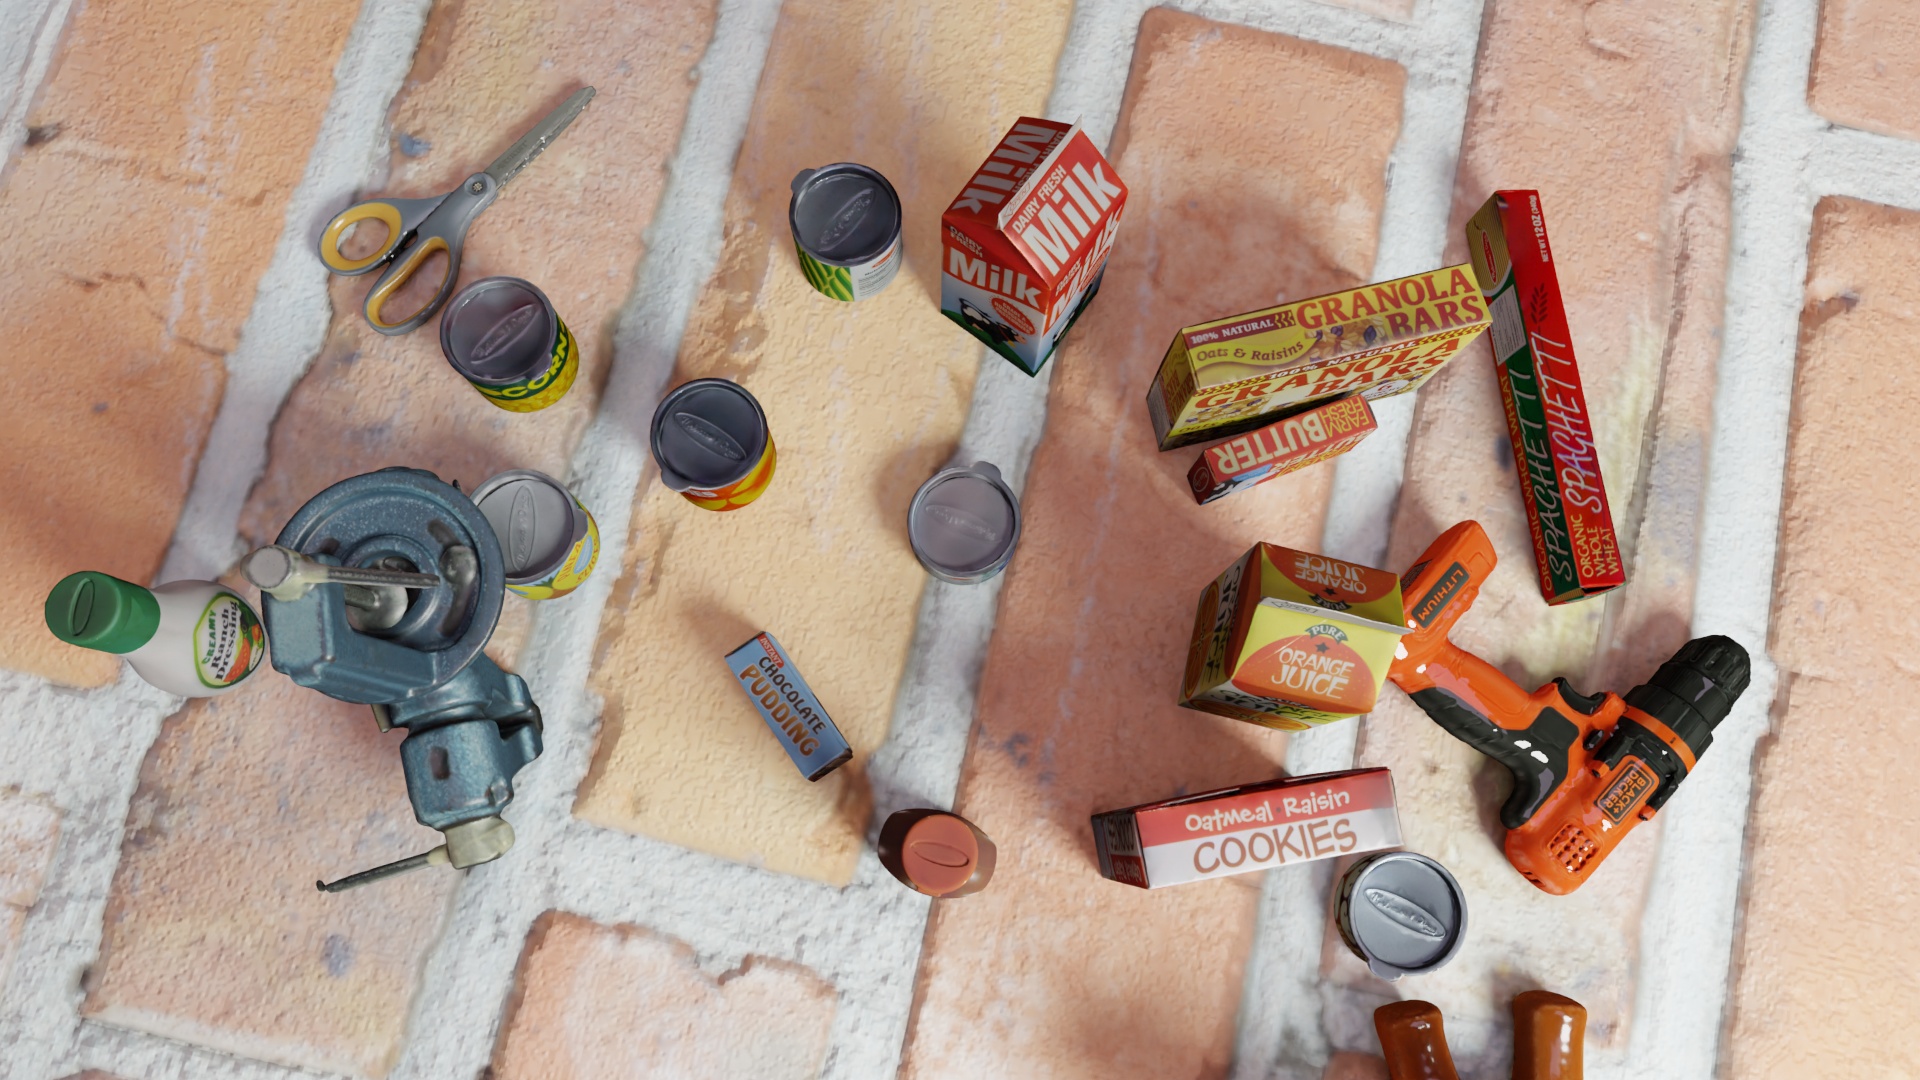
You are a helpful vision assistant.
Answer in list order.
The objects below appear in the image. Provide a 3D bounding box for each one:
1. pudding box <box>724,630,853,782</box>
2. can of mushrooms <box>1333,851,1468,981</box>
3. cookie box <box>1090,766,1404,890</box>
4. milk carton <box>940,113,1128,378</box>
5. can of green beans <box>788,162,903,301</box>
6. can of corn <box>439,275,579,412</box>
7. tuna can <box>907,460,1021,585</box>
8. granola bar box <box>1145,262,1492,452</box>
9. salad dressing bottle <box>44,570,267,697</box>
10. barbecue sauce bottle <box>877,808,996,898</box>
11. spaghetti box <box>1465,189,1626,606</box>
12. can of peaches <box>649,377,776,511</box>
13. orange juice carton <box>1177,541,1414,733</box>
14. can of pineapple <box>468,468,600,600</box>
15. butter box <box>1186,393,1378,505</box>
[{"bbox_3d":[-0.095,0.094,0.781,0.030,0.049,0.084,-35,81,-8],"label":"pudding box"},{"bbox_3d":[0.243,0.209,0.773,0.071,0.033,0.071,0,78,-2],"label":"can of mushrooms"},{"bbox_3d":[0.139,0.147,0.716,0.123,0.167,0.040,-10,79,-3],"label":"cookie box"},{"bbox_3d":[0.038,-0.165,0.769,0.073,0.190,0.072,36,80,6],"label":"milk carton"},{"bbox_3d":[-0.068,-0.185,0.838,0.071,0.057,0.071,0,78,-1],"label":"can of green beans"},{"bbox_3d":[-0.261,-0.112,0.817,0.071,0.058,0.071,0,78,-1],"label":"can of corn"},{"bbox_3d":[0.003,-0.010,0.815,0.071,0.032,0.071,0,78,-2],"label":"tuna can"},{"bbox_3d":[0.197,-0.103,0.794,0.166,0.124,0.039,-14,79,-4],"label":"granola bar box"},{"bbox_3d":[-0.420,0.047,0.732,0.044,0.147,0.064,6,78,0],"label":"salad dressing bottle"},{"bbox_3d":[-0.012,0.161,0.718,0.065,0.148,0.044,16,78,2],"label":"barbecue sauce bottle"},{"bbox_3d":[0.348,-0.086,0.833,0.029,0.050,0.250,-7,78,-3],"label":"spaghetti box"},{"bbox_3d":[-0.144,-0.053,0.807,0.071,0.058,0.071,0,78,-1],"label":"can of peaches"},{"bbox_3d":[0.171,0.052,0.724,0.072,0.192,0.073,14,78,1],"label":"orange juice carton"},{"bbox_3d":[-0.243,-0.001,0.793,0.071,0.057,0.071,0,78,-1],"label":"can of pineapple"},{"bbox_3d":[0.188,-0.053,0.819,0.103,0.053,0.024,-20,79,-6],"label":"butter box"}]
